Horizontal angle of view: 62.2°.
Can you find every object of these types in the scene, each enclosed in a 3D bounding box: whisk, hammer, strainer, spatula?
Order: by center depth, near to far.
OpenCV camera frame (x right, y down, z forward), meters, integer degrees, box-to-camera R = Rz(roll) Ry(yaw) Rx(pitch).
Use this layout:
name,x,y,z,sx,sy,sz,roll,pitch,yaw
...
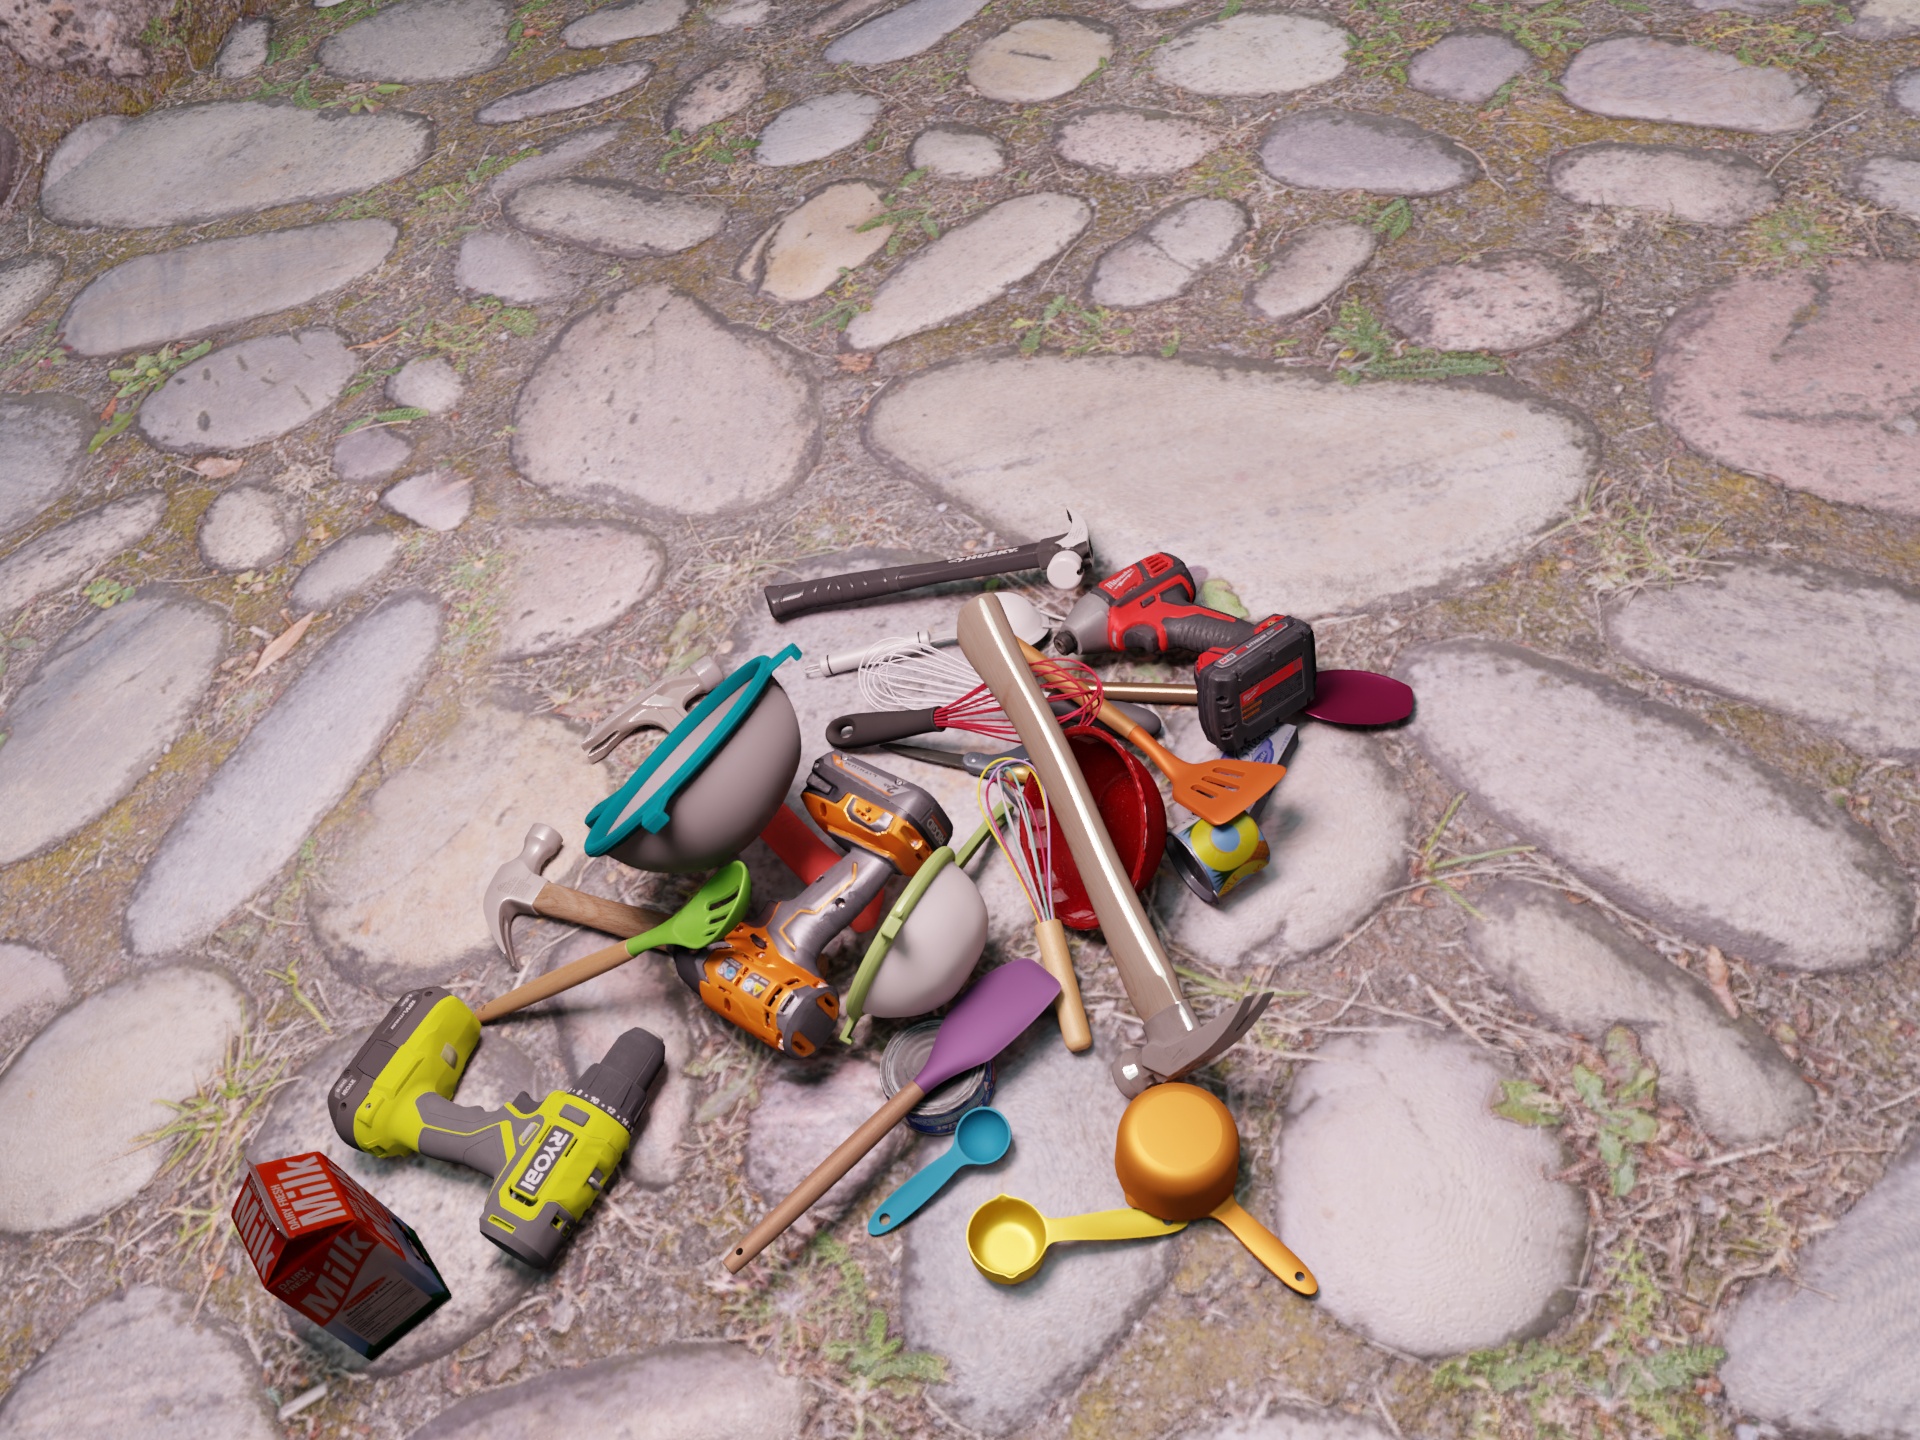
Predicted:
name,x,y,z,sx,sy,sz,roll,pitch,yaw
spatula,-0.051,0.285,1.164,0.316,0.018,0.060,-41,51,-20
hammer,0.096,0.070,1.205,0.038,0.146,0.411,-1,57,-40
whisk,0.059,0.141,1.252,0.047,0.051,0.245,-1,63,-28
strainer,0.002,0.150,1.261,0.069,0.151,0.256,30,41,11
strainer,-0.226,0.070,1.320,0.211,0.095,0.340,-54,15,-31
spatula,0.130,-0.008,1.337,0.081,0.041,0.323,-35,52,-22
hammer,-0.264,0.178,1.349,0.331,0.031,0.130,12,55,23
whisk,-0.002,-0.004,1.369,0.296,0.073,0.073,-8,46,36
hammer,-0.193,0.075,1.411,0.149,0.036,0.359,-37,51,-16
whisk,0.040,-0.020,1.416,0.285,0.070,0.070,12,55,17
strainer,-0.026,-0.078,1.490,0.258,0.050,0.087,-14,34,8
hammer,-0.034,-0.142,1.527,0.335,0.035,0.146,-8,24,17

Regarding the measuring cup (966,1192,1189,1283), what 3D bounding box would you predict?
name,x,y,z,sx,sy,sz,roll,pitch,yaw
measuring cup,0.082,0.361,1.114,0.156,0.029,0.062,-4,48,-3

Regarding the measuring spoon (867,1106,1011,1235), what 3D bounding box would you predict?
name,x,y,z,sx,sy,sz,roll,pitch,yaw
measuring spoon,-0.015,0.334,1.166,0.128,0.021,0.042,-39,61,-5

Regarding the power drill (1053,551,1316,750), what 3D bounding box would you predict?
name,x,y,z,sx,sy,sz,roll,pitch,yaw
power drill,0.189,-0.066,1.378,0.143,0.078,0.220,-30,40,-22

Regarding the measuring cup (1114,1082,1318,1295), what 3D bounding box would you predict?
name,x,y,z,sx,sy,sz,roll,pitch,yaw
measuring cup,0.179,0.320,1.090,0.095,0.052,0.174,-34,52,-23

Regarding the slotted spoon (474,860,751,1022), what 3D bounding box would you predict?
name,x,y,z,sx,sy,sz,roll,pitch,yaw
slotted spoon,-0.280,0.189,1.273,0.314,0.031,0.070,-26,40,27

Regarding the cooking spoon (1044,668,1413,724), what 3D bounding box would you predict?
name,x,y,z,sx,sy,sz,roll,pitch,yaw
cooking spoon,0.229,-0.022,1.386,0.319,0.017,0.069,3,44,17

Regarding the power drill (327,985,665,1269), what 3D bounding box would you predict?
name,x,y,z,sx,sy,sz,roll,pitch,yaw
power drill,-0.358,0.297,1.249,0.229,0.080,0.191,18,58,24

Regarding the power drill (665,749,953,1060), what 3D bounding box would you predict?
name,x,y,z,sx,sy,sz,roll,pitch,yaw
power drill,-0.127,0.139,1.266,0.164,0.084,0.226,22,68,33
